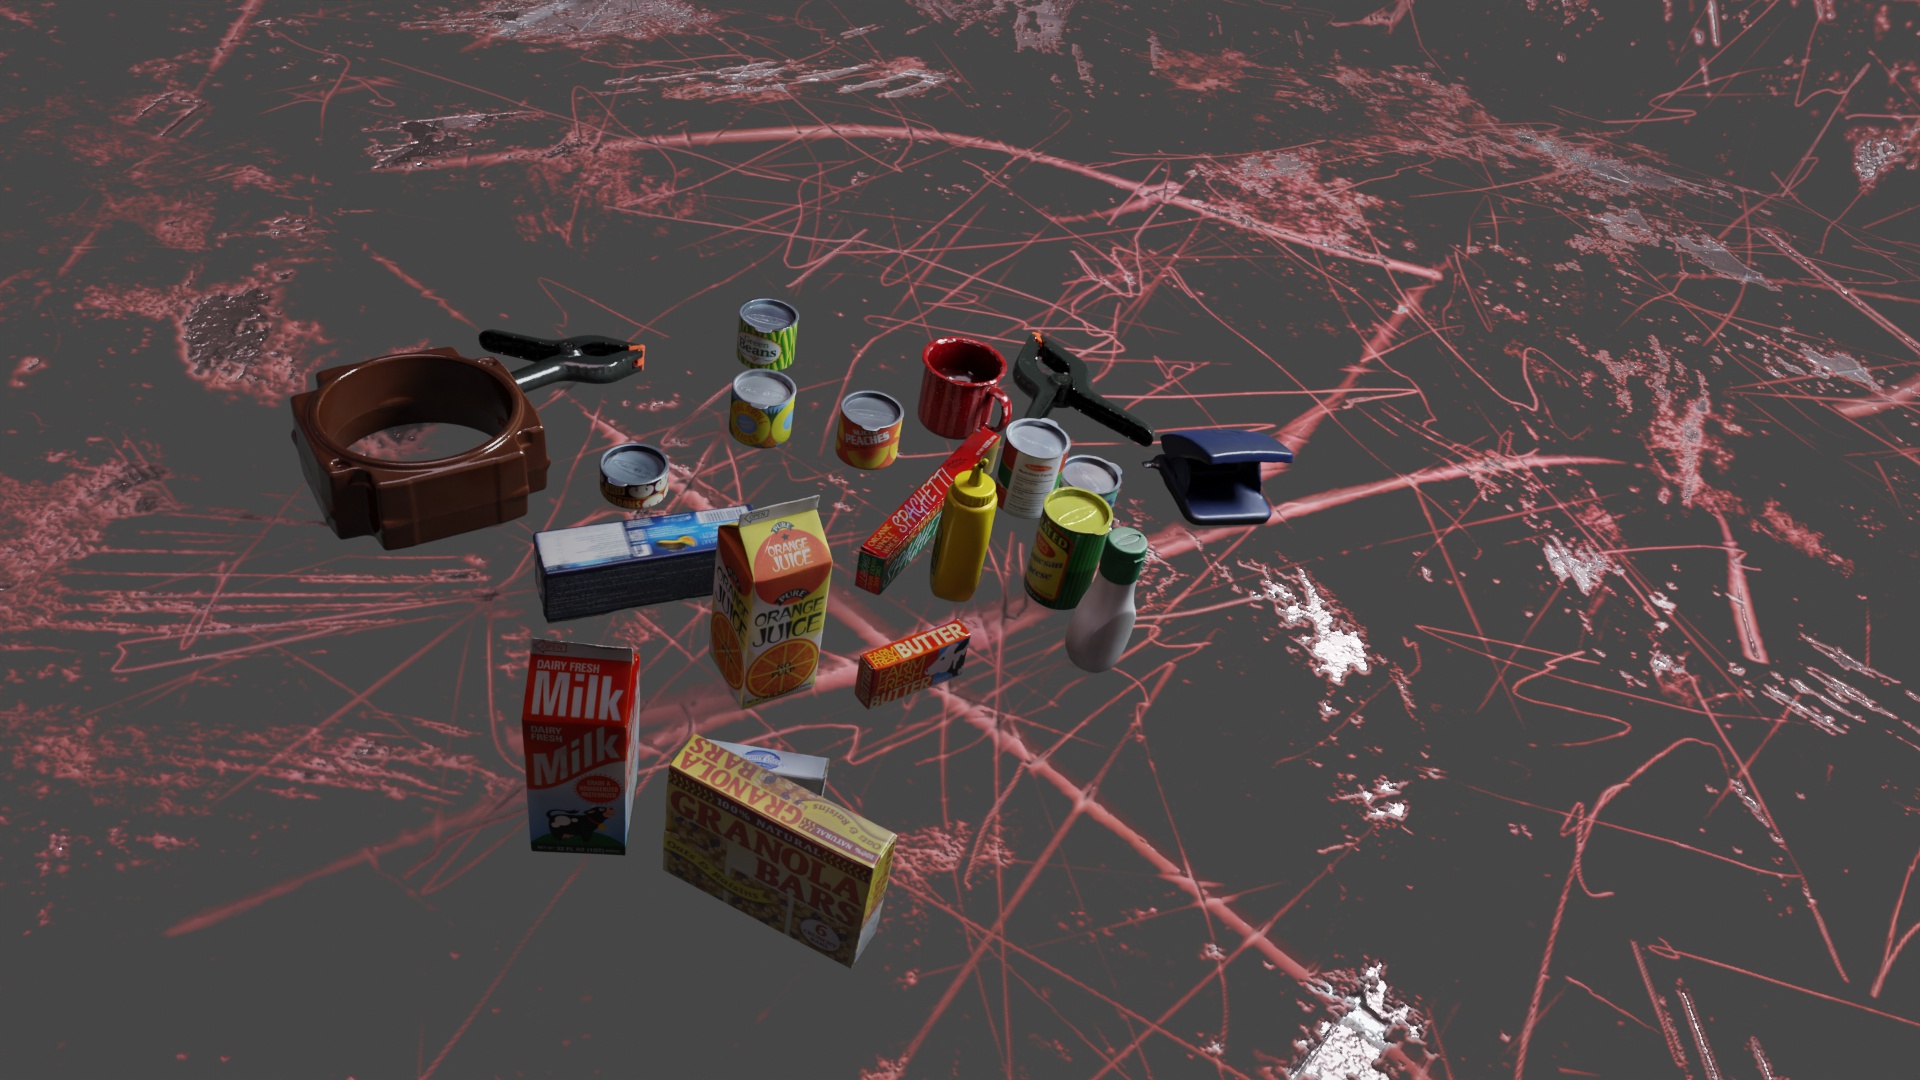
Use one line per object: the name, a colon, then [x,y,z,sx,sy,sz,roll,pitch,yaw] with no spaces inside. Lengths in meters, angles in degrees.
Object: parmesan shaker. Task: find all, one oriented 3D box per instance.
parmesan shaker: [0.103,0.010,1.327,0.071,0.102,0.072,7,40,-6]

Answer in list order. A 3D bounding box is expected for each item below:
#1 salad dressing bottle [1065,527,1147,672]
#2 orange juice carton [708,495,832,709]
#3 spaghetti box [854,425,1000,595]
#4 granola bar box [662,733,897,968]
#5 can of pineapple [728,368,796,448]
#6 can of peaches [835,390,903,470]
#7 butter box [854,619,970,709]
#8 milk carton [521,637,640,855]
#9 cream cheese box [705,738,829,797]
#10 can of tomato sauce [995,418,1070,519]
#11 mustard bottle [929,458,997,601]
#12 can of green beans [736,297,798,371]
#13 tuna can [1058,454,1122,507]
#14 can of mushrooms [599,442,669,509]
salad dressing bottle: [0.134,0.054,1.250,0.064,0.146,0.044,-17,48,-30]
orange juice carton: [-0.158,0.043,1.152,0.072,0.191,0.073,-15,47,-29]
spaghetti box: [-0.029,-0.034,1.385,0.029,0.049,0.251,25,41,15]
granola bar box: [-0.134,0.225,0.998,0.166,0.123,0.039,24,41,13]
can of pineapple: [-0.209,-0.137,1.453,0.071,0.057,0.071,7,40,-6]
can of peaches: [-0.096,-0.114,1.455,0.071,0.057,0.071,7,40,-6]
butter box: [-0.042,0.108,1.214,0.104,0.052,0.024,-17,48,-31]
milk carton: [-0.273,0.141,1.007,0.072,0.189,0.074,6,40,-8]
cream cheese box: [-0.158,0.188,1.089,0.104,0.053,0.024,10,40,-4]
can of tomato sauce: [0.073,-0.075,1.435,0.071,0.082,0.071,7,40,-6]
mustard bottle: [0.005,-0.016,1.288,0.049,0.159,0.066,8,40,-6]
can of green beans: [-0.218,-0.231,1.560,0.071,0.057,0.071,7,40,-6]
tuna can: [0.137,-0.059,1.471,0.071,0.032,0.071,7,40,-6]
can of mushrooms: [-0.319,-0.062,1.355,0.071,0.033,0.071,7,40,-6]
